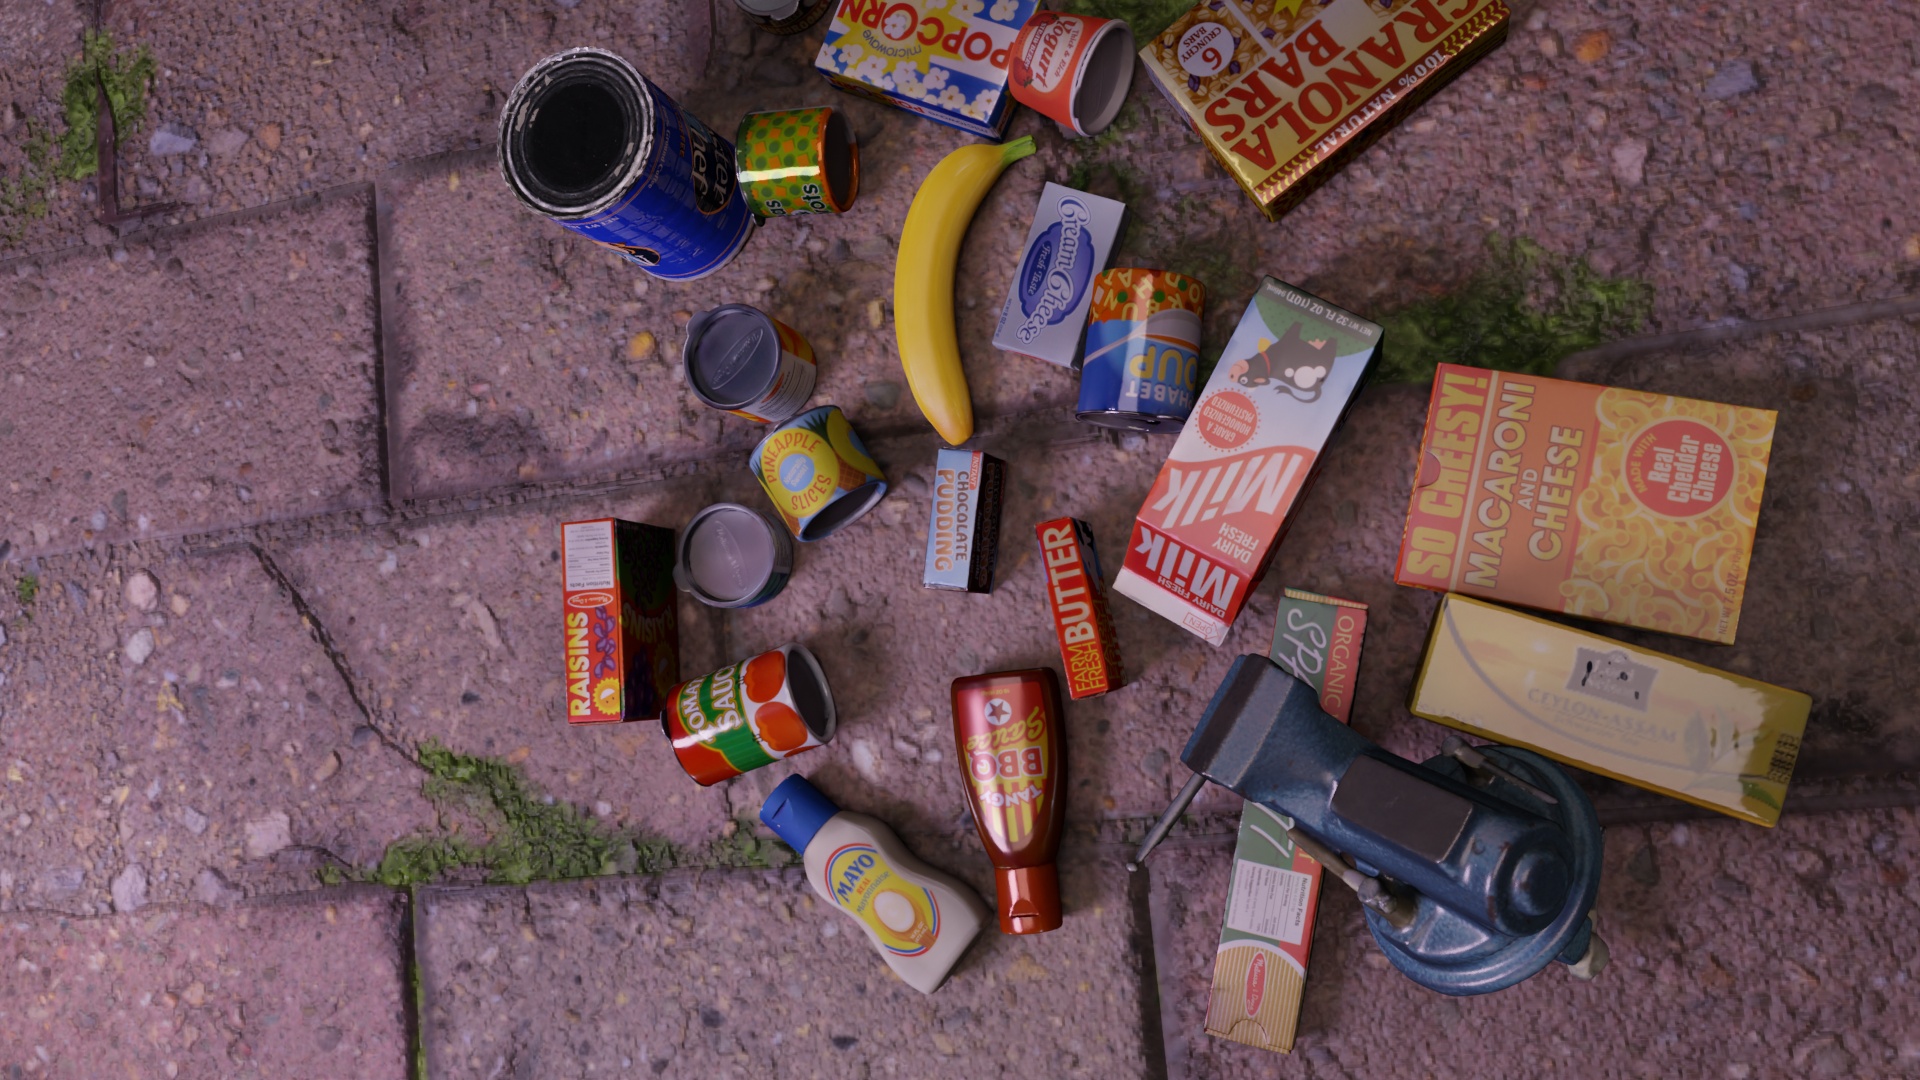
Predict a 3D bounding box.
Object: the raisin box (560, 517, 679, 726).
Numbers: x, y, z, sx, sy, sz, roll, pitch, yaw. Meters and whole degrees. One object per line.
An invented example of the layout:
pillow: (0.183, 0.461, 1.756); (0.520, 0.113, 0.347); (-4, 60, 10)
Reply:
raisin box: (-0.209, 0.051, 0.862); (0.040, 0.086, 0.123); (-4, 84, 11)

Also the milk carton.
milk carton: (0.158, -0.041, 0.771); (0.072, 0.073, 0.190); (29, 94, 16)

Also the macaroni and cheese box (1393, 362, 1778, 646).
macaroni and cheese box: (0.327, -0.021, 0.738); (0.166, 0.040, 0.123); (11, 88, 16)

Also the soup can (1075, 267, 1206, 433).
soup can: (0.106, -0.107, 0.794); (0.071, 0.071, 0.084); (7, 87, 17)

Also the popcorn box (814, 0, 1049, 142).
popcorn box: (-0.017, -0.309, 0.863); (0.127, 0.038, 0.085); (23, 92, 17)

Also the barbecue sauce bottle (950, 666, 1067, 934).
barbecue sauce bottle: (0.033, 0.150, 0.806); (0.065, 0.043, 0.148); (-8, 83, 14)

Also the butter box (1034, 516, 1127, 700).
butter box: (0.070, 0.039, 0.800); (0.024, 0.053, 0.103); (-14, 81, 17)

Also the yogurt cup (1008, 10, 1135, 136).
yogurt cup: (0.065, -0.281, 0.825); (0.054, 0.072, 0.072); (27, 93, 25)

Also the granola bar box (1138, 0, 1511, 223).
granola bar box: (0.206, -0.283, 0.796); (0.165, 0.039, 0.124); (-38, 76, 10)

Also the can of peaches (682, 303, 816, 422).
can of peaches: (-0.132, -0.111, 0.869); (0.071, 0.058, 0.071); (-1, 85, 17)

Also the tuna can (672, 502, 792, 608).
tuna can: (-0.143, 0.011, 0.874); (0.071, 0.033, 0.071); (-1, 85, 16)

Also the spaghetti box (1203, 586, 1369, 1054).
spaghetti box: (0.182, 0.153, 0.770); (0.050, 0.028, 0.250); (10, 88, 17)

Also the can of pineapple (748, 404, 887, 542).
can of pineapple: (-0.087, -0.040, 0.844); (0.071, 0.071, 0.058); (-37, 77, 10)

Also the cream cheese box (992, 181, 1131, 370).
cream cheese box: (0.061, -0.158, 0.835); (0.053, 0.024, 0.103); (19, 91, 15)

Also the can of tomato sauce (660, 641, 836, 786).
can of tomato sauce: (-0.128, 0.104, 0.843); (0.083, 0.071, 0.071); (-21, 80, 13)

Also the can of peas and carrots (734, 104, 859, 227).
can of peas and carrots: (-0.101, -0.234, 0.867); (0.059, 0.071, 0.071); (-1, 85, 16)

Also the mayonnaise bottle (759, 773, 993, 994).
mayonnaise bottle: (-0.055, 0.199, 0.828); (0.148, 0.041, 0.064); (37, 98, 15)

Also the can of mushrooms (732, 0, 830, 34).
can of mushrooms: (-0.116, -0.363, 0.899); (0.071, 0.033, 0.071); (-1, 85, 15)

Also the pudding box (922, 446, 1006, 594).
pudding box: (0.003, -0.010, 0.826); (0.030, 0.049, 0.083); (6, 86, 18)
